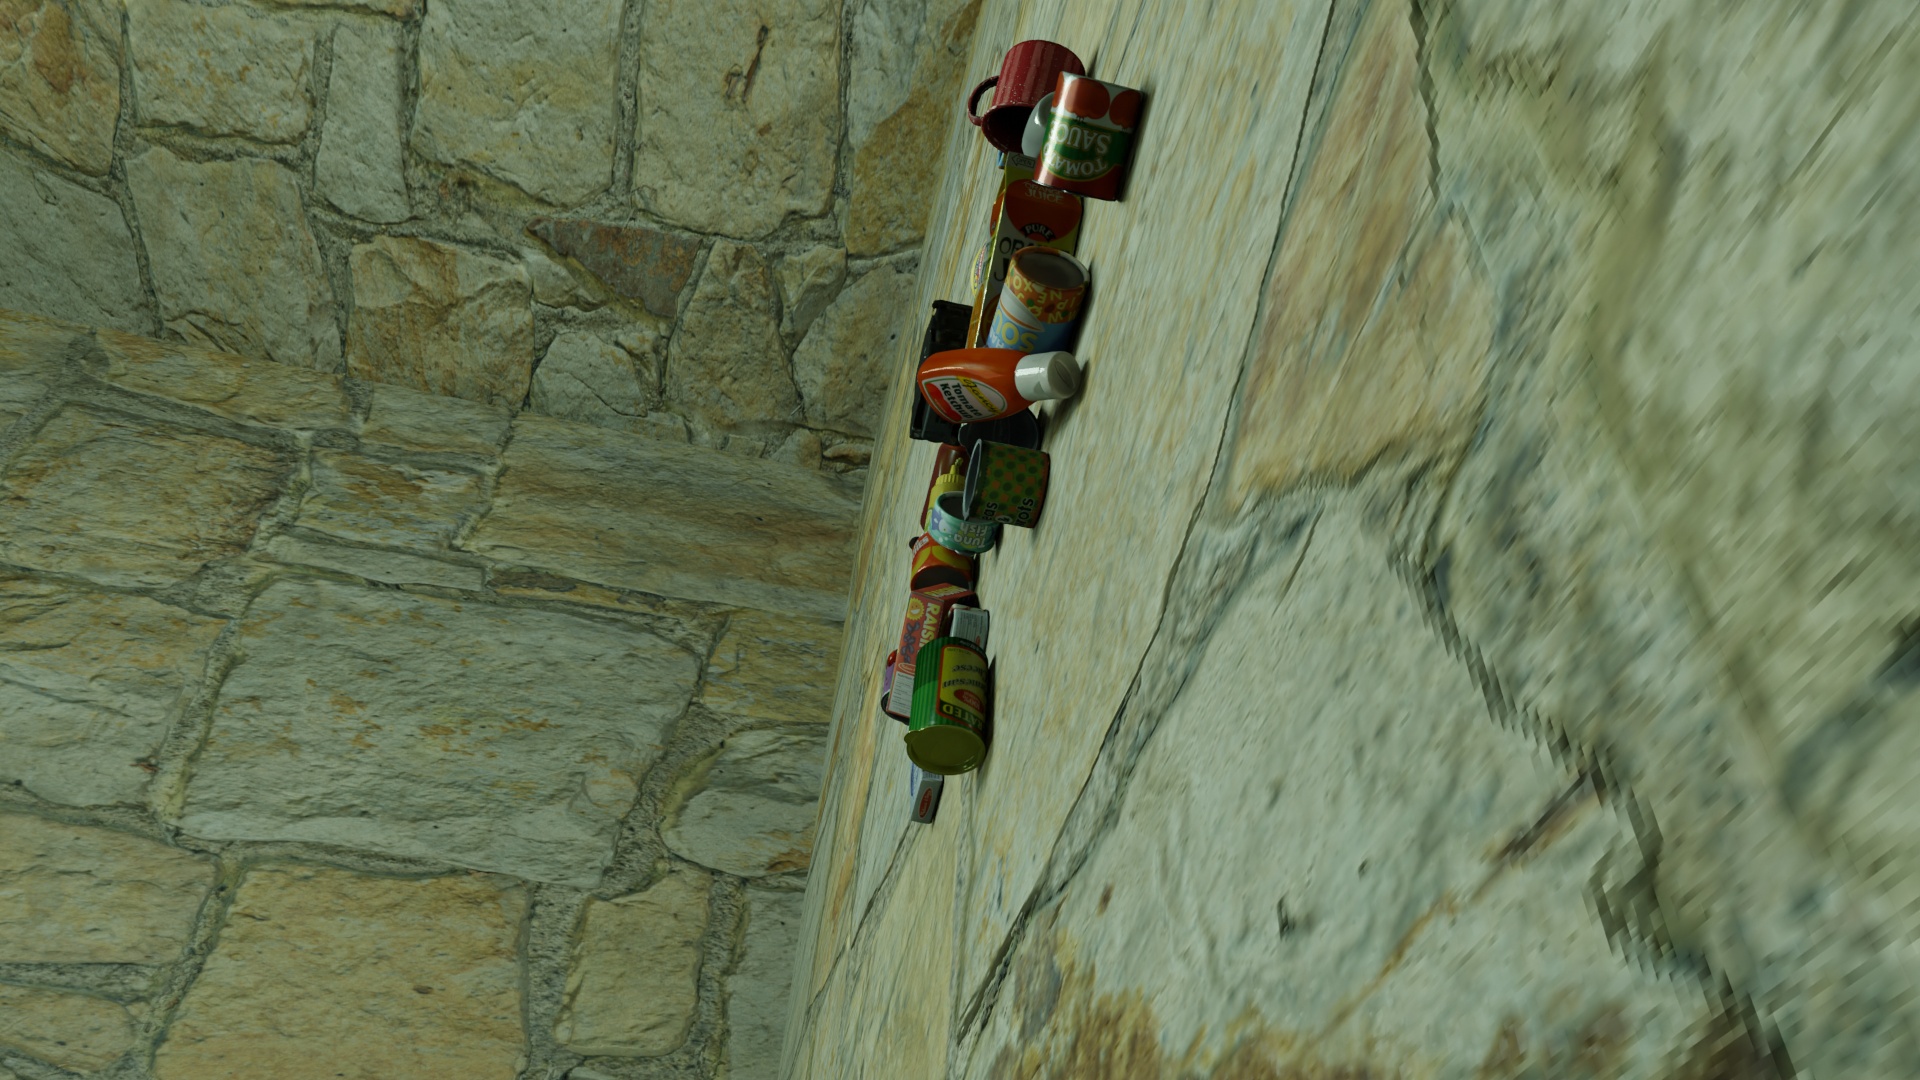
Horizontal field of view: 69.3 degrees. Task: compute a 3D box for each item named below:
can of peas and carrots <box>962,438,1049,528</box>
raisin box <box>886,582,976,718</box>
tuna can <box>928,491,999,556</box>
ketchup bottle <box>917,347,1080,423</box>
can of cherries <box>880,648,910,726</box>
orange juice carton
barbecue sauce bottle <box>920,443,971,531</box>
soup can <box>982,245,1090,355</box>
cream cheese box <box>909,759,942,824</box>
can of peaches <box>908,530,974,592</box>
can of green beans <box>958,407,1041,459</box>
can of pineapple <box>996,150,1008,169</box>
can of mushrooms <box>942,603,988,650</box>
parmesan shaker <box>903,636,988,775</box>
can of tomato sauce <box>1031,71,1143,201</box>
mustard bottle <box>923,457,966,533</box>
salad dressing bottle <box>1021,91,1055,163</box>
[{"bbox_3d":[0.037,-0.044,1.147,0.071,0.059,0.071,-167,87,-83],"label":"can of peas and carrots"},{"bbox_3d":[-0.028,0.109,1.372,0.086,0.040,0.123,-7,-69,-66],"label":"raisin box"},{"bbox_3d":[0.005,-0.017,1.329,0.071,0.071,0.032,-92,15,-60],"label":"tuna can"},{"bbox_3d":[0.032,-0.127,1.111,0.148,0.064,0.044,0,48,50],"label":"ketchup bottle"},{"bbox_3d":[-0.051,0.157,1.494,0.071,0.071,0.059,109,170,-47],"label":"can of cherries"},{"bbox_3d":[0.058,-0.244,1.239,0.073,0.072,0.192,-147,68,-82],"label":"orange juice carton"},{"bbox_3d":[-0.011,-0.080,1.649,0.065,0.044,0.147,-94,17,-64],"label":"barbecue sauce bottle"},{"bbox_3d":[0.061,-0.187,1.131,0.072,0.071,0.083,-87,11,-48],"label":"soup can"},{"bbox_3d":[-0.035,0.236,1.420,0.104,0.024,0.053,-94,18,-64],"label":"cream cheese box"},{"bbox_3d":[-0.021,0.030,1.439,0.058,0.071,0.070,-89,12,-49],"label":"can of peaches"},{"bbox_3d":[0.034,-0.095,1.213,0.058,0.071,0.071,-106,28,-75],"label":"can of green beans"},{"bbox_3d":[0.072,-0.411,1.441,0.071,0.058,0.071,-166,87,-83],"label":"can of pineapple"},{"bbox_3d":[0.003,0.095,1.304,0.071,0.033,0.071,-167,87,-82],"label":"can of mushrooms"},{"bbox_3d":[-0.012,0.140,1.194,0.103,0.071,0.071,-86,10,-47],"label":"parmesan shaker"},{"bbox_3d":[0.096,-0.305,1.049,0.071,0.071,0.082,-98,21,-69],"label":"can of tomato sauce"},{"bbox_3d":[-0.014,-0.023,1.557,0.065,0.049,0.161,118,162,-62],"label":"mustard bottle"},{"bbox_3d":[0.085,-0.358,1.281,0.044,0.064,0.147,55,172,8],"label":"salad dressing bottle"}]
